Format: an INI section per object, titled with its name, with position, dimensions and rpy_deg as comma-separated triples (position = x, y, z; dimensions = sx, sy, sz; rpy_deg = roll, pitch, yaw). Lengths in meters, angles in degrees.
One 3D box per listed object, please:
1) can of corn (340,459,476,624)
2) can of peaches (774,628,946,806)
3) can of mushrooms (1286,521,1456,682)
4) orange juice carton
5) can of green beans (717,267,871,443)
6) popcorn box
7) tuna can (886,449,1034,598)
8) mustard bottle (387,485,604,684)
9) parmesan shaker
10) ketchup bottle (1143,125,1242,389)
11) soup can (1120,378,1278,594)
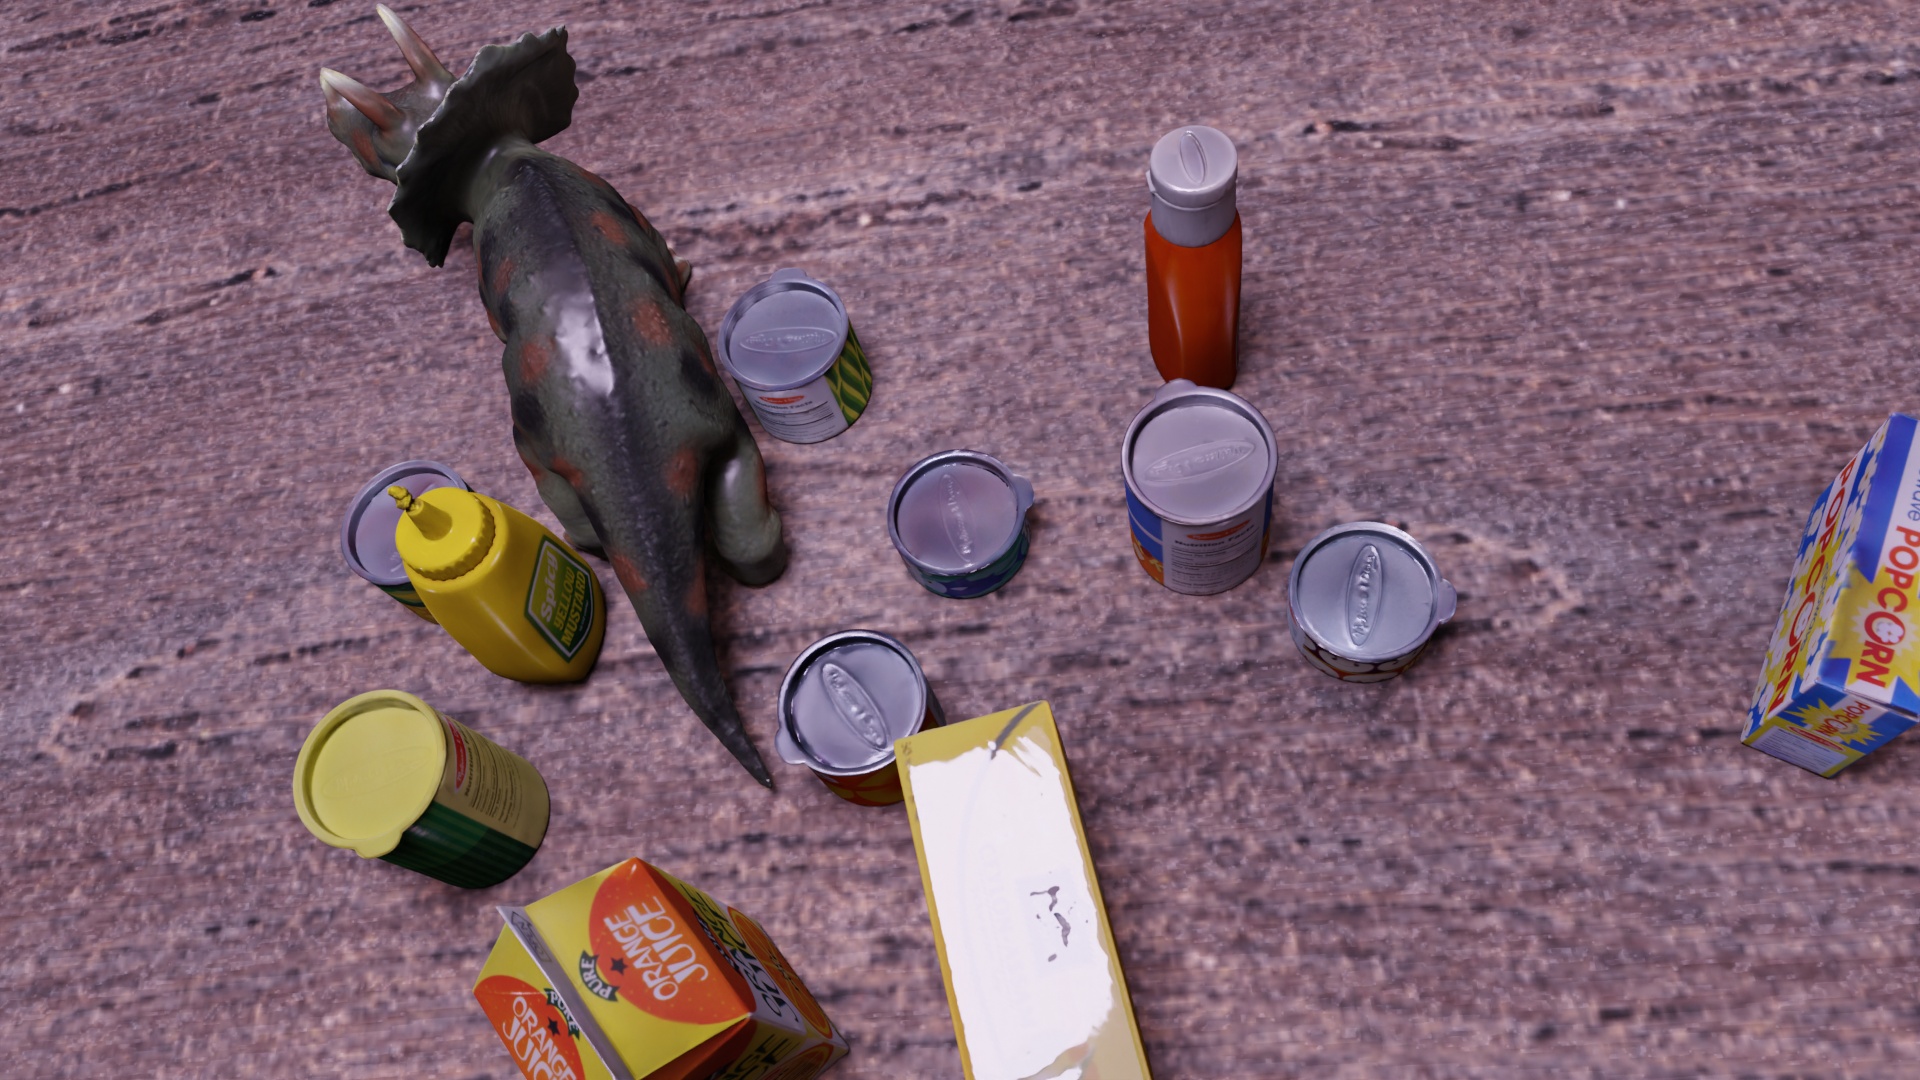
[can of corn]
position = -0.260, 0.003, 0.692
dimensions = 0.071, 0.058, 0.071
rpy_deg = -4, 65, 8
[can of peaches]
position = -0.044, 0.081, 0.620
dimensions = 0.071, 0.058, 0.071
rpy_deg = -4, 65, 8
[can of mushrooms]
position = 0.182, 0.028, 0.619
dimensions = 0.071, 0.033, 0.071
rpy_deg = -4, 65, 8
[orange juice carton]
position = -0.110, 0.176, 0.513
dimensions = 0.073, 0.192, 0.072
rpy_deg = -40, 66, -9
[can of green beans]
position = -0.083, -0.091, 0.705
dimensions = 0.071, 0.057, 0.071
rpy_deg = -4, 65, 8
[popcorn box]
position = 0.365, 0.023, 0.562
dimensions = 0.038, 0.085, 0.127
rpy_deg = 22, 71, 18
[tuna can]
position = 0.002, -0.008, 0.667
dimensions = 0.071, 0.032, 0.071
rpy_deg = -4, 65, 8
[mustard bottle]
position = -0.210, 0.016, 0.621
dimensions = 0.049, 0.159, 0.065
rpy_deg = 1, 66, 10
[parmesan shaker]
position = -0.233, 0.115, 0.611
dimensions = 0.071, 0.102, 0.071
rpy_deg = -4, 66, 8
[ketchup bottle]
position = 0.107, -0.128, 0.640
dimensions = 0.043, 0.148, 0.065
rpy_deg = -12, 65, 4
[soup can]
position = 0.107, -0.023, 0.627
dimensions = 0.071, 0.083, 0.071
rpy_deg = -4, 65, 8
